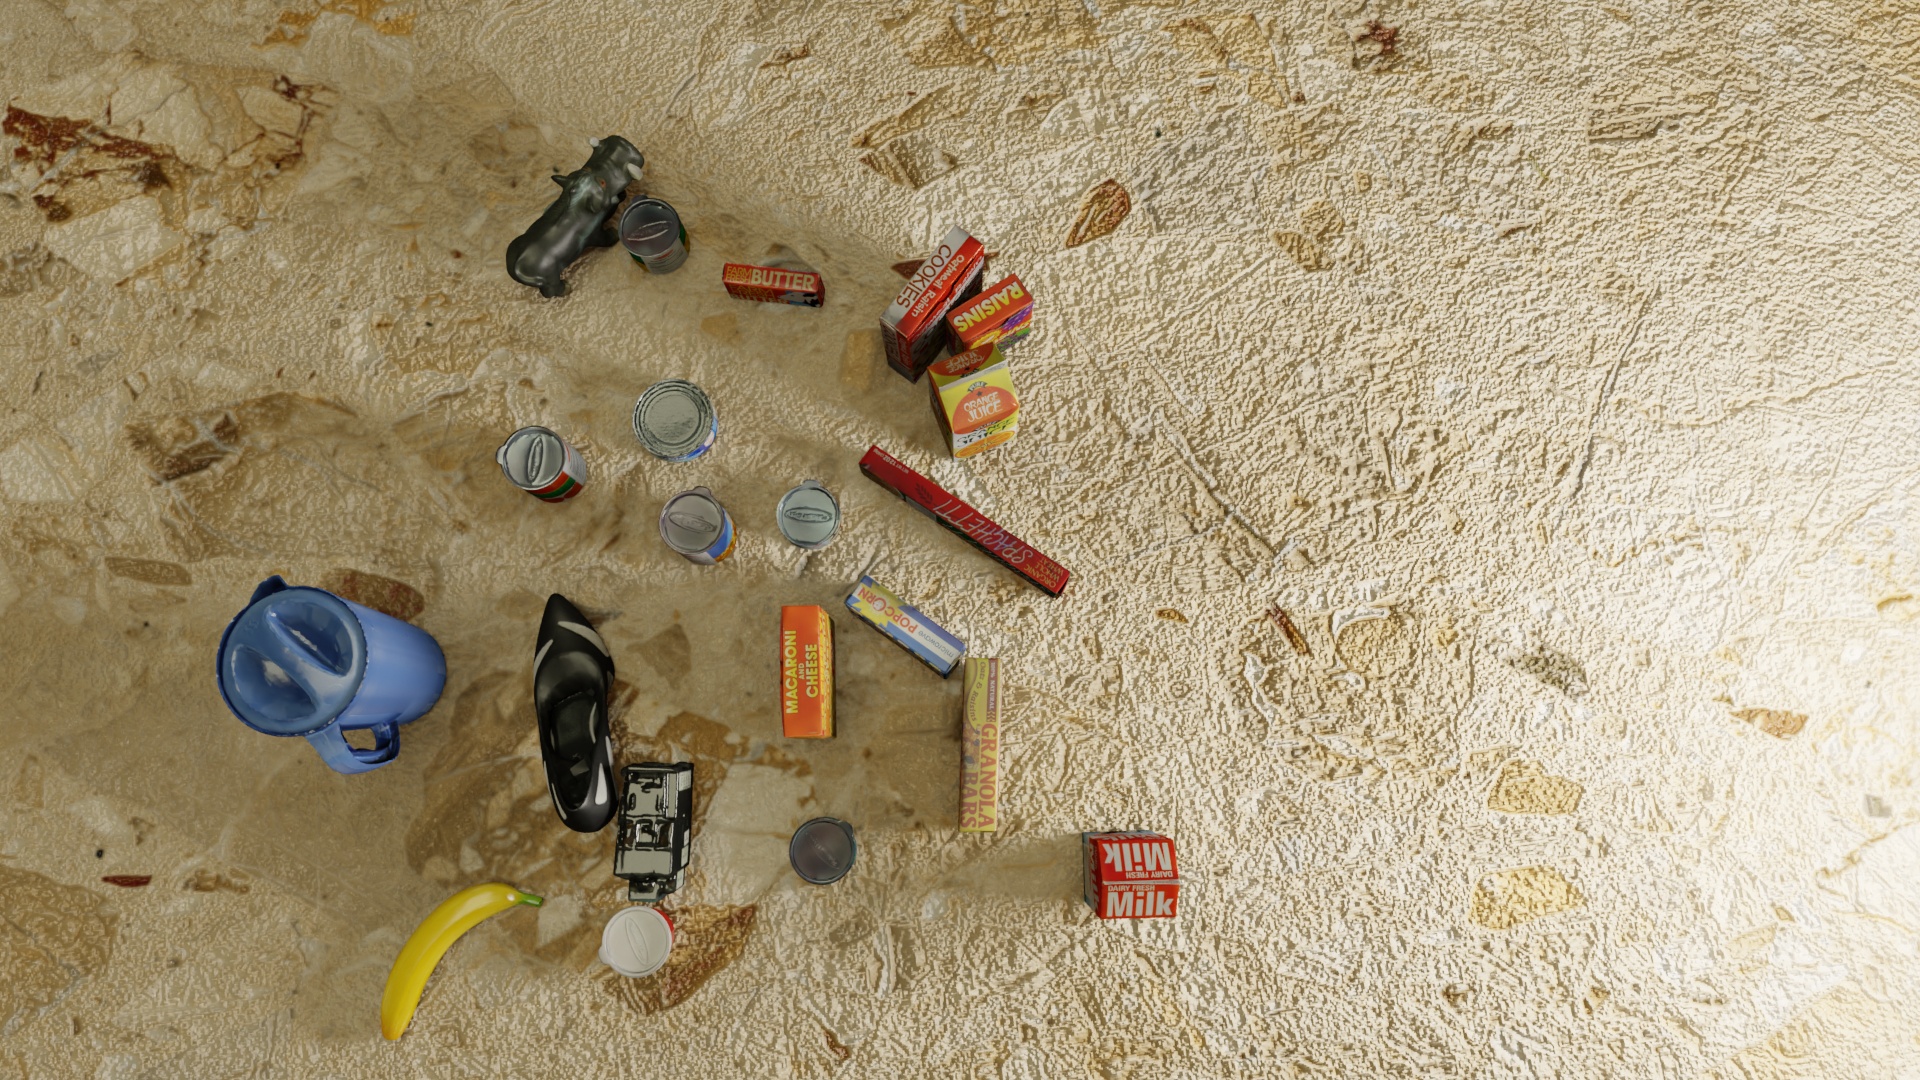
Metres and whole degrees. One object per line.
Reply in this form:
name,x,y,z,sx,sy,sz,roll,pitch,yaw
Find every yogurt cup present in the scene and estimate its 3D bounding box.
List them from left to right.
yogurt cup,-0.315,0.394,1.375,0.072,0.054,0.072,0,81,0

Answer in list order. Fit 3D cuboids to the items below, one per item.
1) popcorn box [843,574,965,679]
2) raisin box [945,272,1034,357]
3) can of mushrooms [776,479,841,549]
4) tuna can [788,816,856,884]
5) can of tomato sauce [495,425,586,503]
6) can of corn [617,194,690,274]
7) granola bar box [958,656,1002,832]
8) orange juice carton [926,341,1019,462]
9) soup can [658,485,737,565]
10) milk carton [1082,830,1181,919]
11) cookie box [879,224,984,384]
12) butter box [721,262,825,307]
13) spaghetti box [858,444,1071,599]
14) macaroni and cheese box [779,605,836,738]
popcorn box,-0.055,0.089,1.410,0.127,0.085,0.038,35,83,5
raisin box,0.029,-0.222,1.443,0.086,0.123,0.040,-32,82,-5
can of mushrooms,-0.158,-0.026,1.455,0.071,0.033,0.071,0,81,0
tuna can,-0.136,0.310,1.400,0.071,0.033,0.071,0,81,0
can of tomato sauce,-0.432,-0.077,1.438,0.071,0.083,0.071,0,81,0
can of corn,-0.329,-0.328,1.493,0.071,0.058,0.071,0,81,0
granola bar box,0.020,0.201,1.372,0.039,0.124,0.165,2,81,0
orange juice carton,0.012,-0.141,1.394,0.072,0.192,0.073,-21,82,-3
soup can,-0.267,-0.014,1.428,0.071,0.083,0.071,0,81,0
milk carton,0.160,0.317,1.320,0.072,0.190,0.073,-1,81,0
cookie box,-0.027,-0.238,1.423,0.040,0.167,0.123,37,83,5
butter box,-0.200,-0.273,1.487,0.103,0.053,0.024,7,81,1
spaghetti box,0.005,-0.018,1.446,0.250,0.050,0.029,33,83,5
macaroni and cheese box,-0.148,0.133,1.362,0.040,0.166,0.124,-2,81,0
